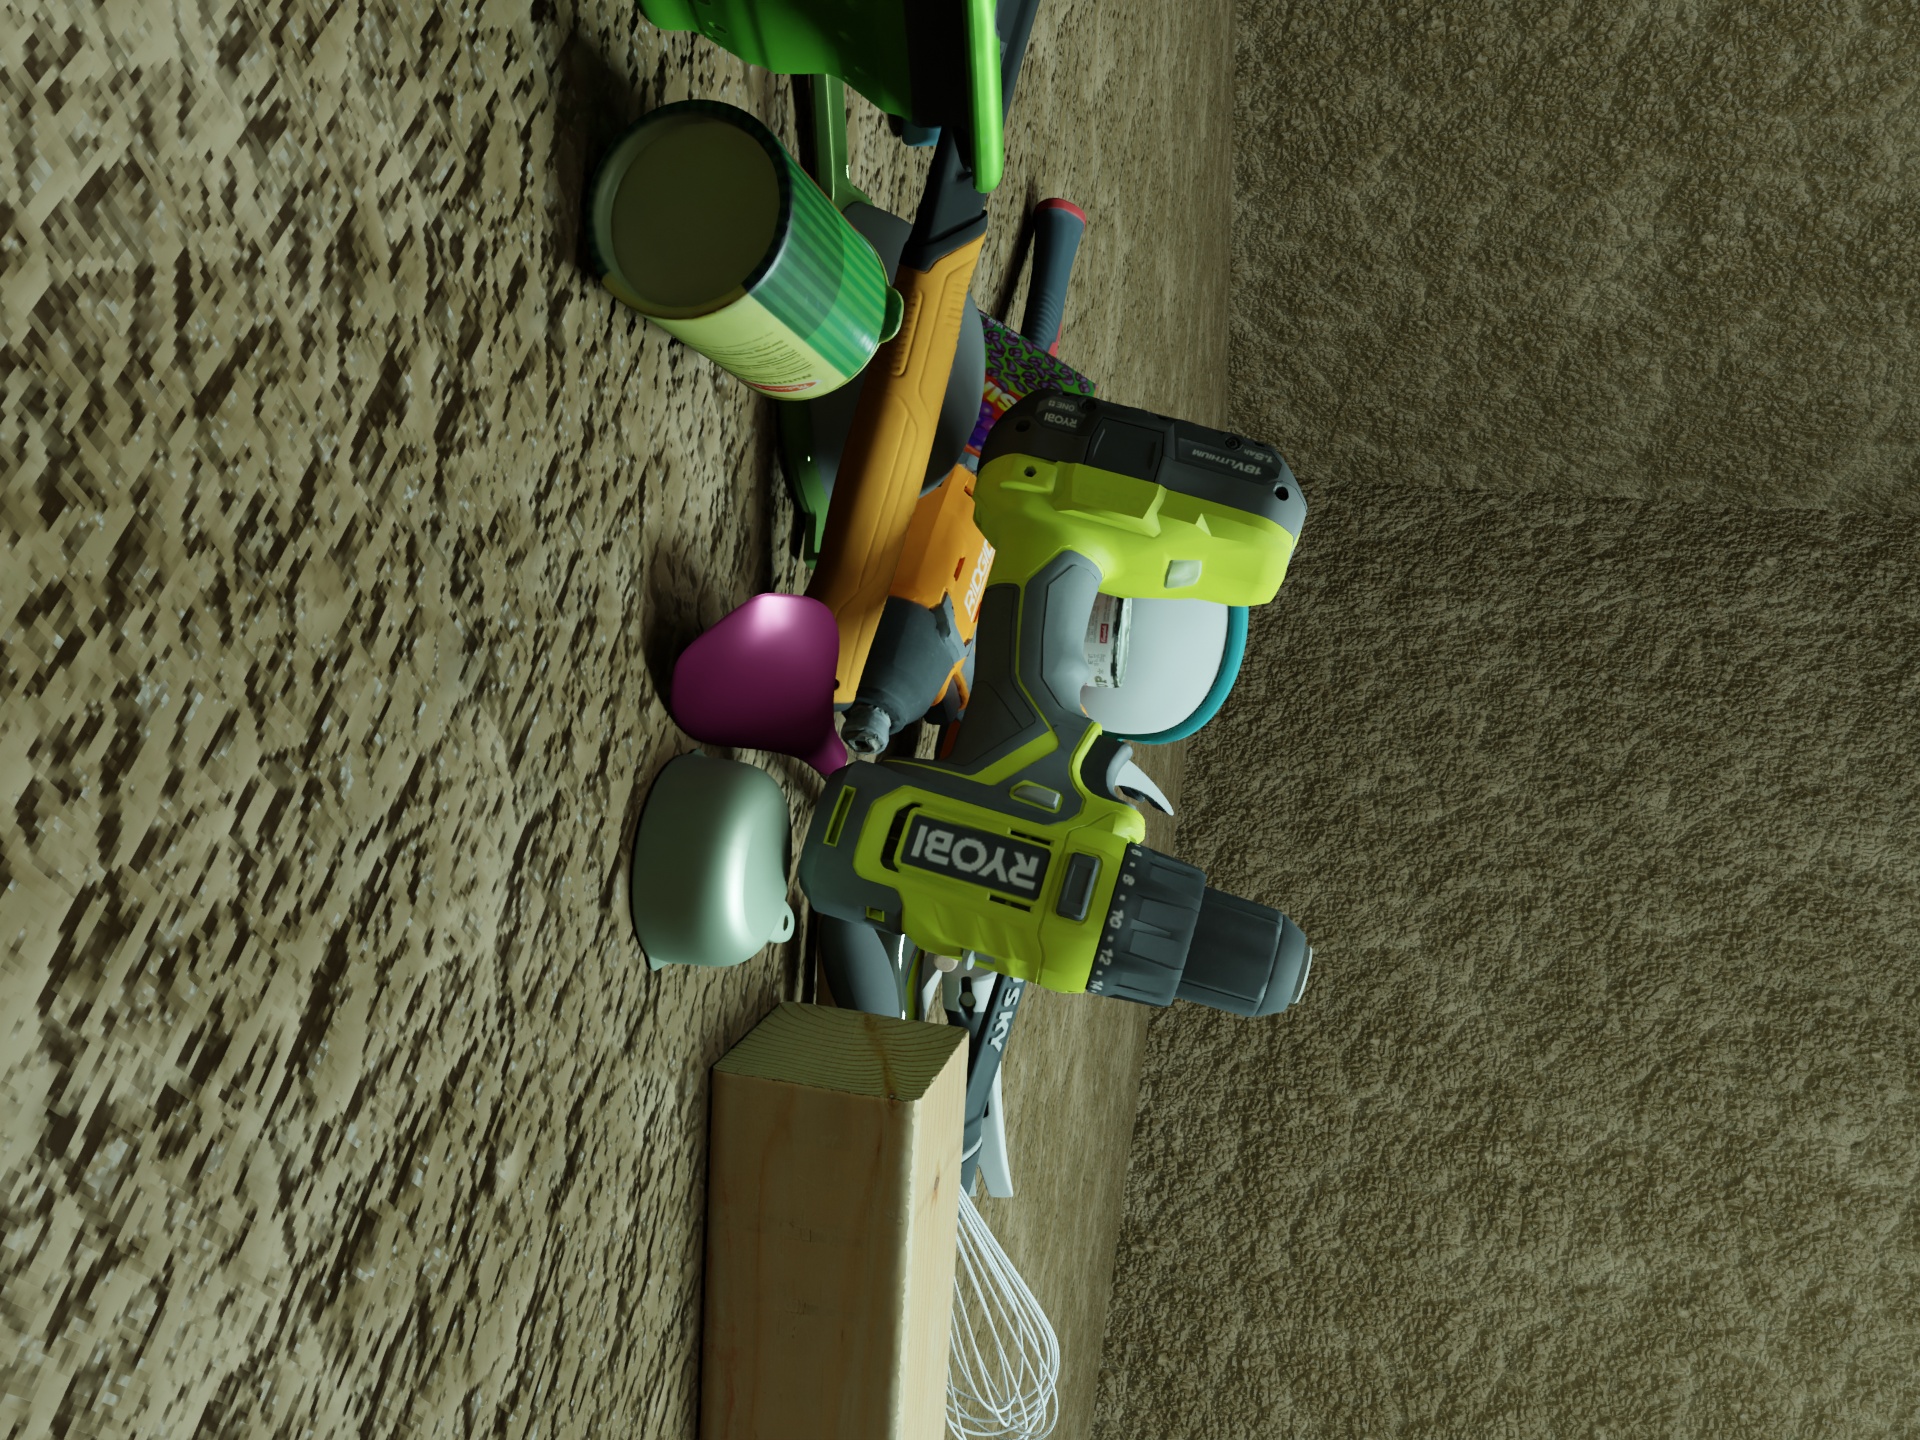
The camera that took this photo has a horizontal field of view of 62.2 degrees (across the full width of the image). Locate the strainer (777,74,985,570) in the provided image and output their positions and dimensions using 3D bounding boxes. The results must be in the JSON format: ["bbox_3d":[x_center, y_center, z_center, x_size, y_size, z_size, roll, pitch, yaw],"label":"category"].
[{"bbox_3d":[-0.027,-0.198,0.664,0.152,0.069,0.256,-68,162,-52],"label":"strainer"}]

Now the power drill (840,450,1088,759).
[{"bbox_3d":[-0.001,-0.003,0.808,0.226,0.084,0.164,66,34,-47],"label":"power drill"}]

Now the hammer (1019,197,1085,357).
[{"bbox_3d":[0.048,-0.197,1.009,0.143,0.038,0.387,66,26,-44],"label":"hammer"}]

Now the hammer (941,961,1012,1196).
[{"bbox_3d":[0.028,0.172,1.027,0.335,0.035,0.146,-59,148,-75],"label":"hammer"}]

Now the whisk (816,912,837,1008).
[{"bbox_3d":[-0.057,0.188,0.764,0.047,0.051,0.245,-17,109,-71],"label":"whisk"}]

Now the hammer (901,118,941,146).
[{"bbox_3d":[-0.016,-0.393,0.657,0.330,0.033,0.128,89,-6,-46],"label":"hammer"}]

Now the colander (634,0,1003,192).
[{"bbox_3d":[-0.059,-0.316,0.466,0.204,0.094,0.398,84,-1,-57],"label":"colander"}]

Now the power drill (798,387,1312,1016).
[{"bbox_3d":[0.060,-0.003,0.629,0.080,0.190,0.229,87,20,-69],"label":"power drill"}]

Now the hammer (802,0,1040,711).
[{"bbox_3d":[-0.007,-0.160,0.617,0.034,0.127,0.336,38,-65,51],"label":"hammer"}]

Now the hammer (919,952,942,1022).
[{"bbox_3d":[-0.011,0.229,1.018,0.331,0.031,0.130,63,35,-69],"label":"hammer"}]

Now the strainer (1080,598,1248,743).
[{"bbox_3d":[0.085,-0.025,1.146,0.095,0.211,0.340,-9,121,-36],"label":"strainer"}]

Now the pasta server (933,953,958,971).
[{"bbox_3d":[0.017,0.049,0.980,0.316,0.040,0.060,-77,149,-59],"label":"pasta server"}]

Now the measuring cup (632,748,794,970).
[{"bbox_3d":[-0.077,0.066,0.617,0.167,0.038,0.083,57,40,-68],"label":"measuring cup"}]

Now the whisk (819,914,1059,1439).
[{"bbox_3d":[-0.015,0.218,0.745,0.070,0.070,0.284,-46,119,-71],"label":"whisk"}]

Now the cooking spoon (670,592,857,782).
[{"bbox_3d":[-0.048,0.025,0.677,0.069,0.017,0.318,-39,156,-4],"label":"cooking spoon"}]

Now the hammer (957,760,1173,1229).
[{"bbox_3d":[0.006,0.200,0.817,0.149,0.036,0.409,6,104,-52],"label":"hammer"}]
